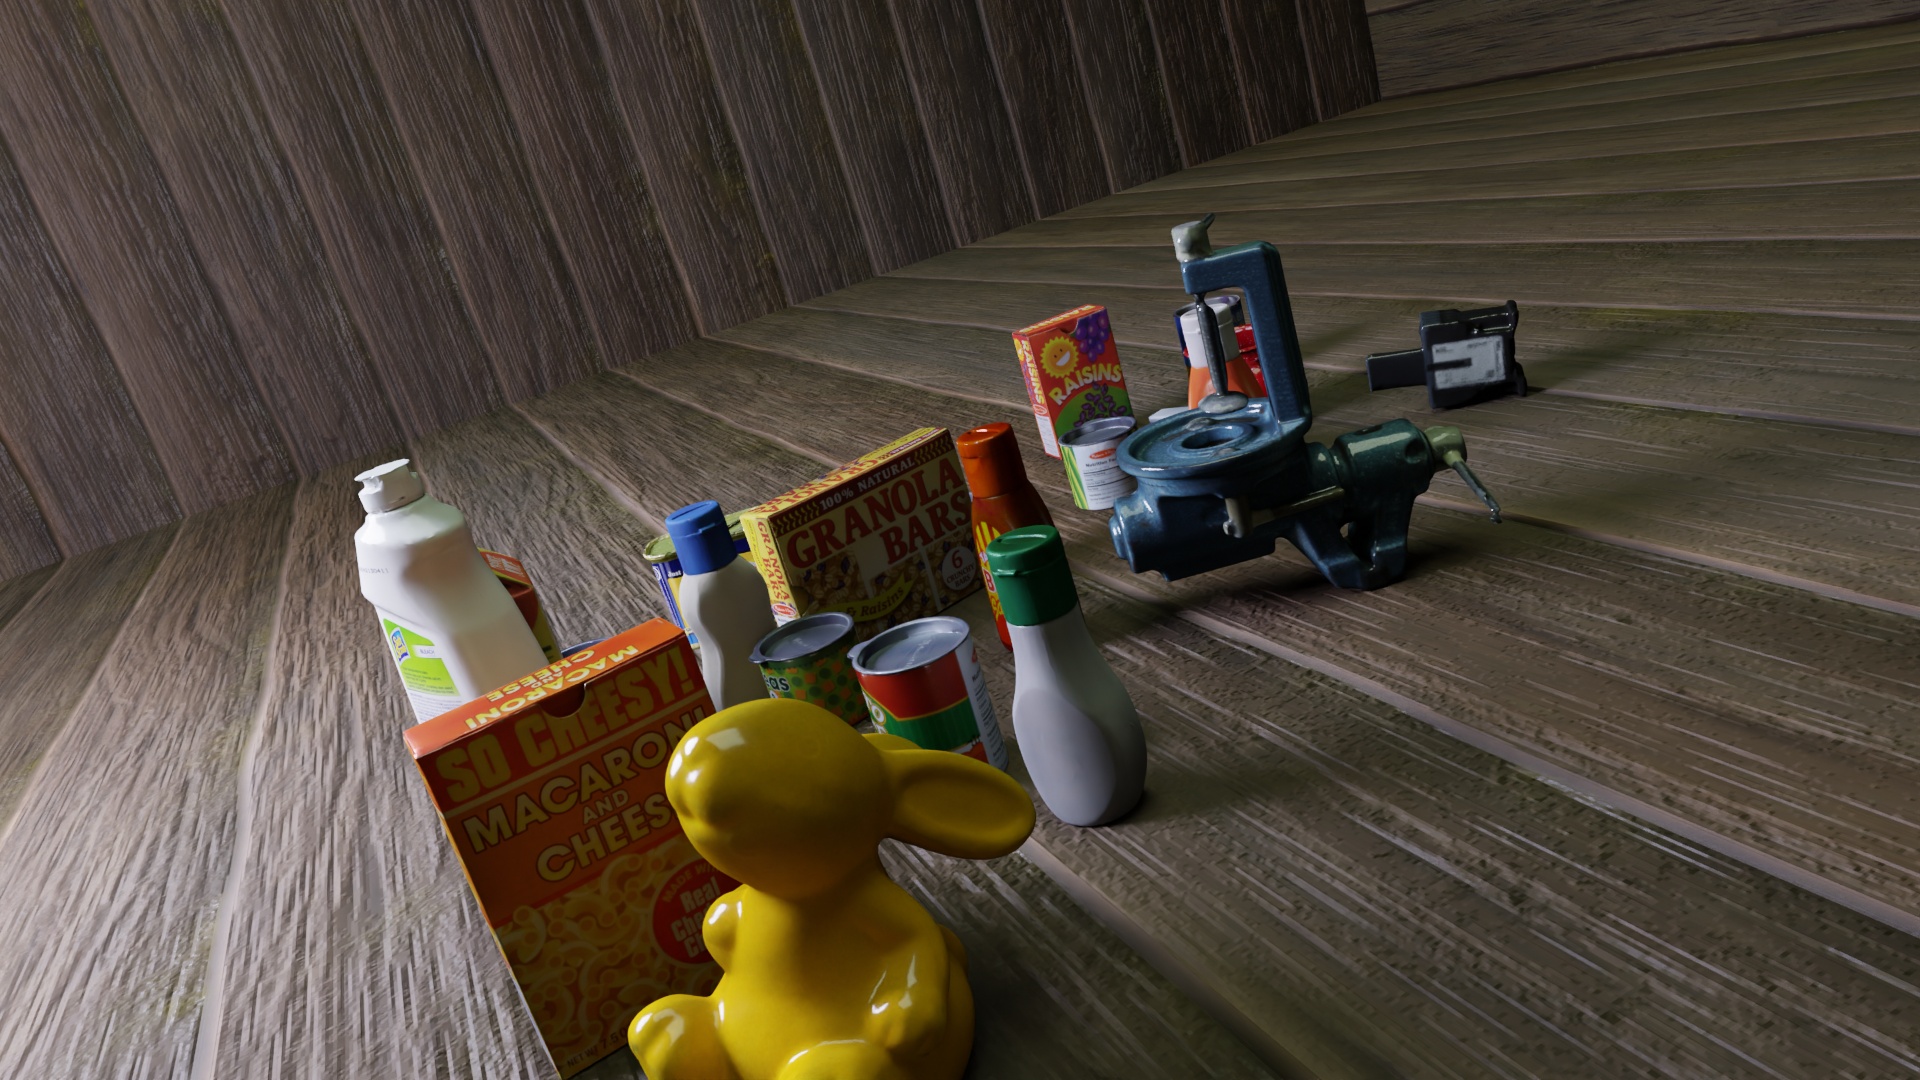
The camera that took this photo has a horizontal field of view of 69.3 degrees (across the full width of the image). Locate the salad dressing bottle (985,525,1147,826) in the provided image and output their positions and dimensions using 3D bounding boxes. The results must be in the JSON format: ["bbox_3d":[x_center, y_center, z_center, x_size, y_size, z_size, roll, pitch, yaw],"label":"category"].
[{"bbox_3d":[0.049,0.066,0.678,0.064,0.147,0.044,-3,22,38],"label":"salad dressing bottle"}]

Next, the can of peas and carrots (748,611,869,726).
[{"bbox_3d":[-0.093,0.087,0.886,0.071,0.058,0.071,-15,18,5],"label":"can of peas and carrots"}]

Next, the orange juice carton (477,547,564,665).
[{"bbox_3d":[-0.280,0.082,0.851,0.073,0.192,0.072,-23,19,-18],"label":"orange juice carton"}]

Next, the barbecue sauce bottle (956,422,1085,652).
[{"bbox_3d":[0.035,0.000,0.884,0.044,0.148,0.065,-29,22,-34],"label":"barbecue sauce bottle"}]

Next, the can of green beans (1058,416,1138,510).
[{"bbox_3d":[0.119,-0.064,1.141,0.071,0.057,0.071,-15,18,5],"label":"can of green beans"}]

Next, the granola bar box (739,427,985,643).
[{"bbox_3d":[-0.062,0.006,0.989,0.166,0.123,0.039,-29,21,-33],"label":"granola bar box"}]

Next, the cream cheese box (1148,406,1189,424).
[{"bbox_3d":[0.207,-0.083,1.127,0.103,0.053,0.024,-1,24,40],"label":"cream cheese box"}]

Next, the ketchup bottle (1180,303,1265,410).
[{"bbox_3d":[0.198,-0.099,1.031,0.064,0.148,0.044,-10,19,21],"label":"ketchup bottle"}]

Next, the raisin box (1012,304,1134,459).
[{"bbox_3d":[0.107,-0.149,1.297,0.086,0.123,0.040,-22,18,-16],"label":"raisin box"}]

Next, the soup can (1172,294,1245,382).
[{"bbox_3d":[0.250,-0.189,1.353,0.071,0.083,0.071,-15,18,5],"label":"soup can"}]

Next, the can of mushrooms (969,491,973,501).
[{"bbox_3d":[0.004,-0.014,1.137,0.071,0.033,0.071,-15,18,5],"label":"can of mushrooms"}]

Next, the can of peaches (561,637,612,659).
[{"bbox_3d":[-0.257,0.108,0.969,0.071,0.058,0.071,-15,18,5],"label":"can of peaches"}]

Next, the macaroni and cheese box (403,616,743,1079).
[{"bbox_3d":[-0.155,0.136,0.624,0.124,0.166,0.040,-26,20,-26],"label":"macaroni and cheese box"}]

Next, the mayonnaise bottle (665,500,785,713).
[{"bbox_3d":[-0.150,0.048,0.907,0.065,0.147,0.041,-26,20,-27],"label":"mayonnaise bottle"}]

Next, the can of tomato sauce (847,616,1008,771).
[{"bbox_3d":[-0.018,0.093,0.761,0.071,0.083,0.071,-15,18,5],"label":"can of tomato sauce"}]
